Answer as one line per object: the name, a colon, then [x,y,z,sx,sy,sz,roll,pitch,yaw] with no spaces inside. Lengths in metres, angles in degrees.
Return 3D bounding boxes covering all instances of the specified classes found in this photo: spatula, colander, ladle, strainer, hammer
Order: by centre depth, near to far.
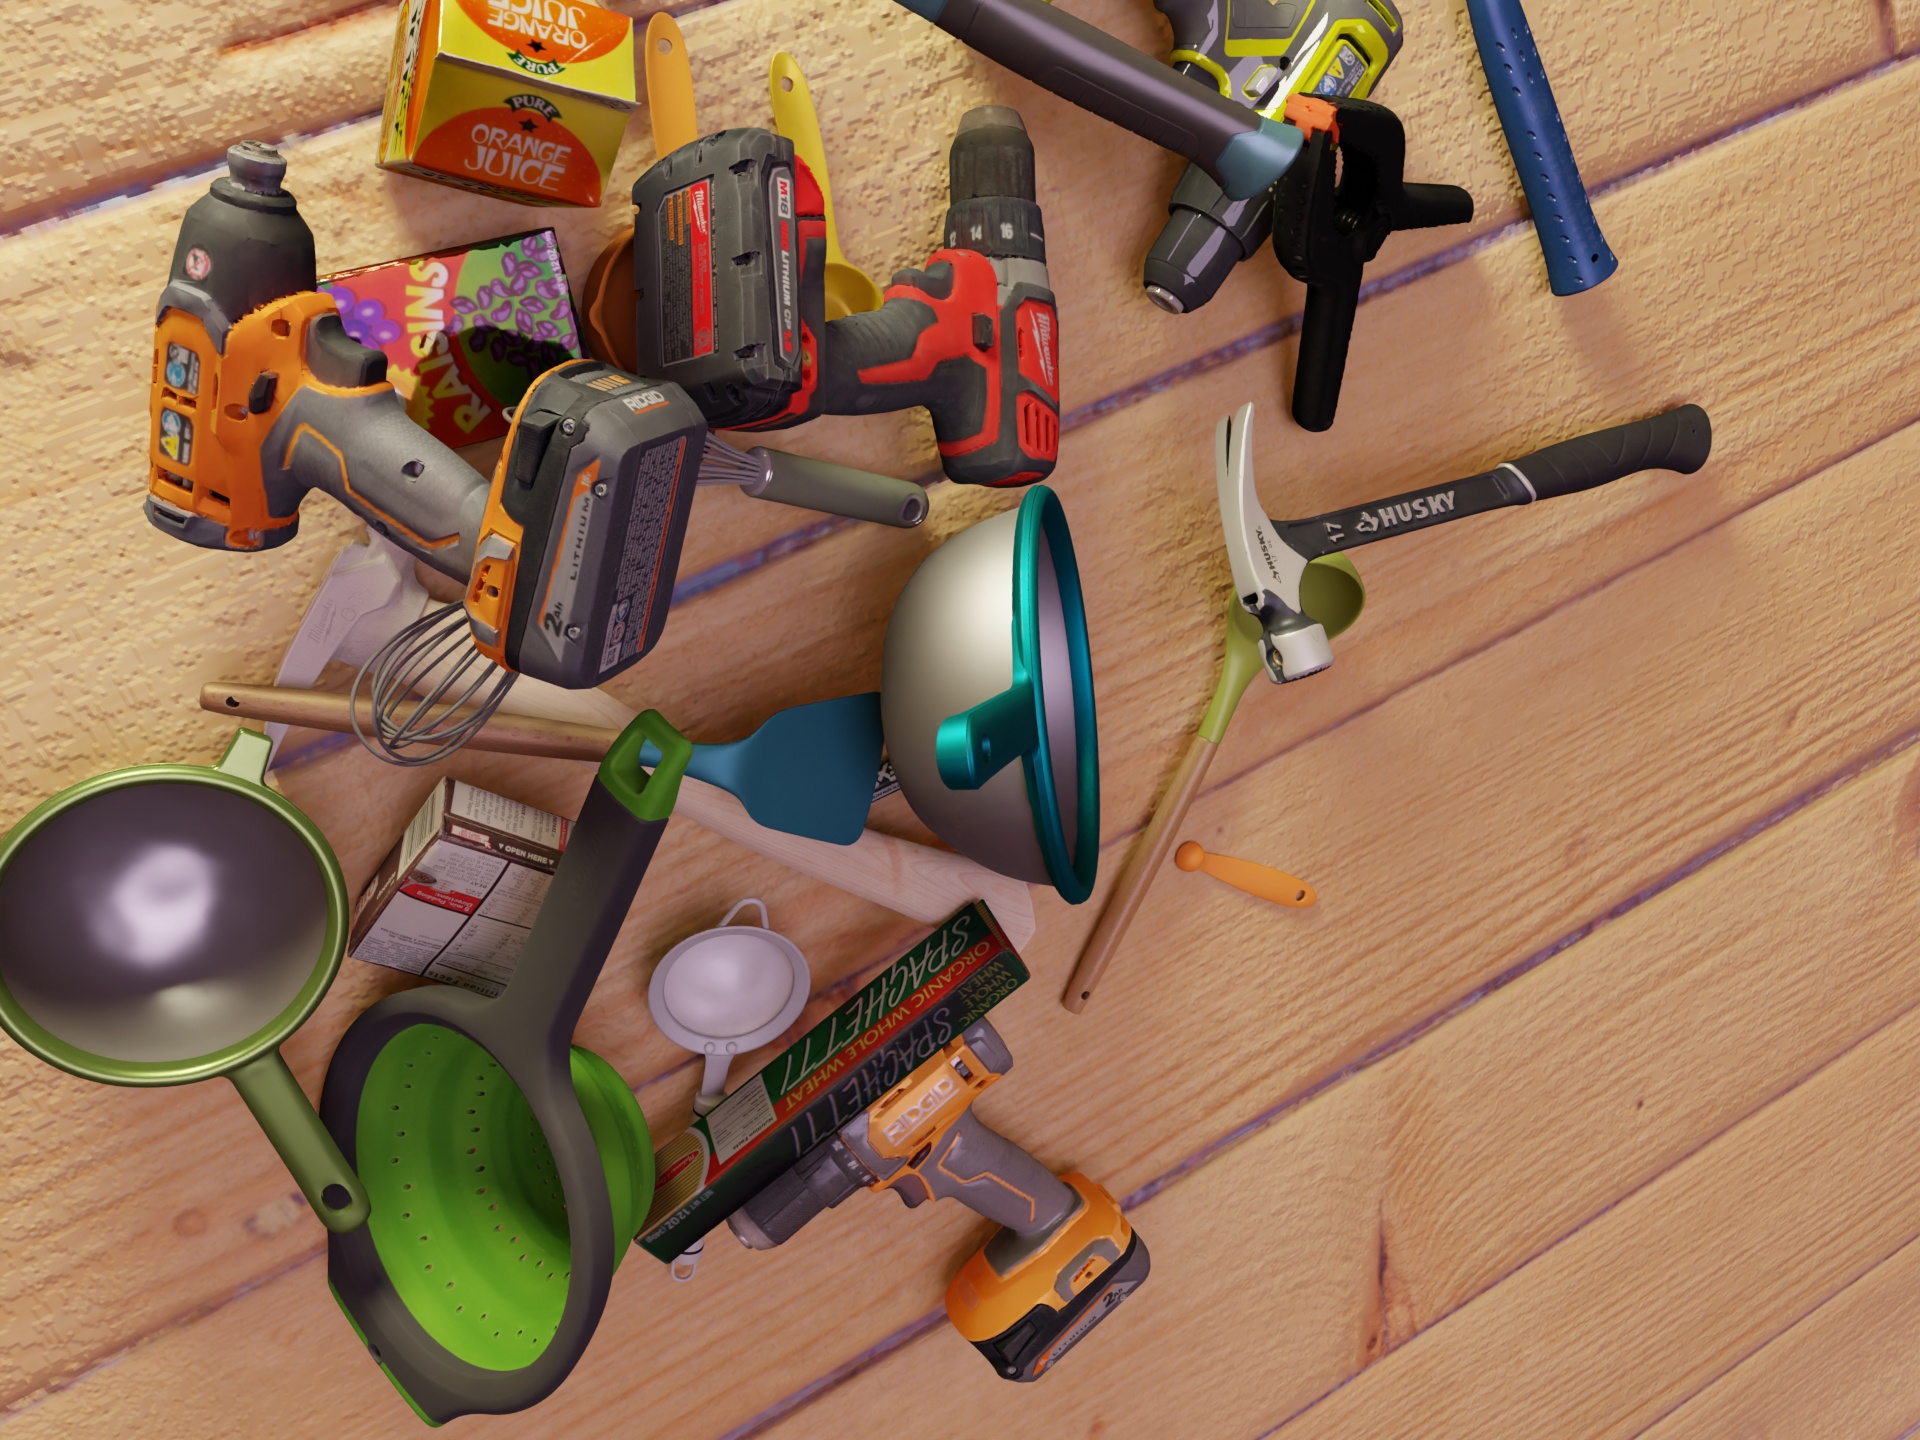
hammer: [0.006,-0.320,0.718,0.330,0.033,0.128,21,132,-16]
strainer: [-0.345,0.130,0.745,0.151,0.069,0.256,-28,115,-17]
strainer: [-0.001,-0.002,0.747,0.095,0.340,0.211,-5,95,13]
spatula: [-0.187,0.009,0.756,0.317,0.044,0.082,8,102,-16]
colander: [-0.185,0.159,0.759,0.094,0.205,0.397,-9,133,-54]
hammer: [-0.138,0.041,0.813,0.410,0.038,0.146,29,94,-24]
strainer: [-0.138,0.203,0.878,0.086,0.050,0.258,5,109,-18]
hammer: [0.281,-0.419,0.880,0.144,0.035,0.405,-37,117,-10]
hammer: [0.312,-0.141,0.941,0.409,0.036,0.149,-17,87,-30]
ladle: [0.141,0.039,0.946,0.078,0.062,0.320,22,98,-26]

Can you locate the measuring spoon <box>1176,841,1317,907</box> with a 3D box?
measuring spoon: [0.184,0.100,1.007,0.116,0.011,0.021,20,96,-28]

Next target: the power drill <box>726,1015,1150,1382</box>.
power drill: [-0.012,0.291,0.940,0.185,0.084,0.226,-40,113,-8]

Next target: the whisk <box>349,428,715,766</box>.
whisk: [-0.186,-0.070,0.727,0.055,0.055,0.239,55,53,-27]

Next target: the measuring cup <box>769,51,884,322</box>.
measuring cup: [-0.076,-0.245,0.783,0.062,0.029,0.156,-15,99,-28]

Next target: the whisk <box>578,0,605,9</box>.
whisk: [-0.238,-0.364,0.660,0.244,0.047,0.051,38,87,-32]

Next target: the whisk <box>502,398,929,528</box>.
whisk: [-0.105,-0.120,0.759,0.246,0.059,0.057,5,112,-46]

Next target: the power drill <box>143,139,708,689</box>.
power drill: [-0.221,-0.121,0.633,0.226,0.084,0.164,23,116,11]

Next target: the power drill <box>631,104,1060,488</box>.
power drill: [-0.037,-0.210,0.739,0.226,0.080,0.188,-2,91,-47]

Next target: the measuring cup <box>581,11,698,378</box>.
measuring cup: [-0.136,-0.232,0.741,0.095,0.052,0.173,-9,103,-25]

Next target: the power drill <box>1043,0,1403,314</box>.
power drill: [0.102,-0.339,0.802,0.228,0.080,0.190,33,90,-31]
